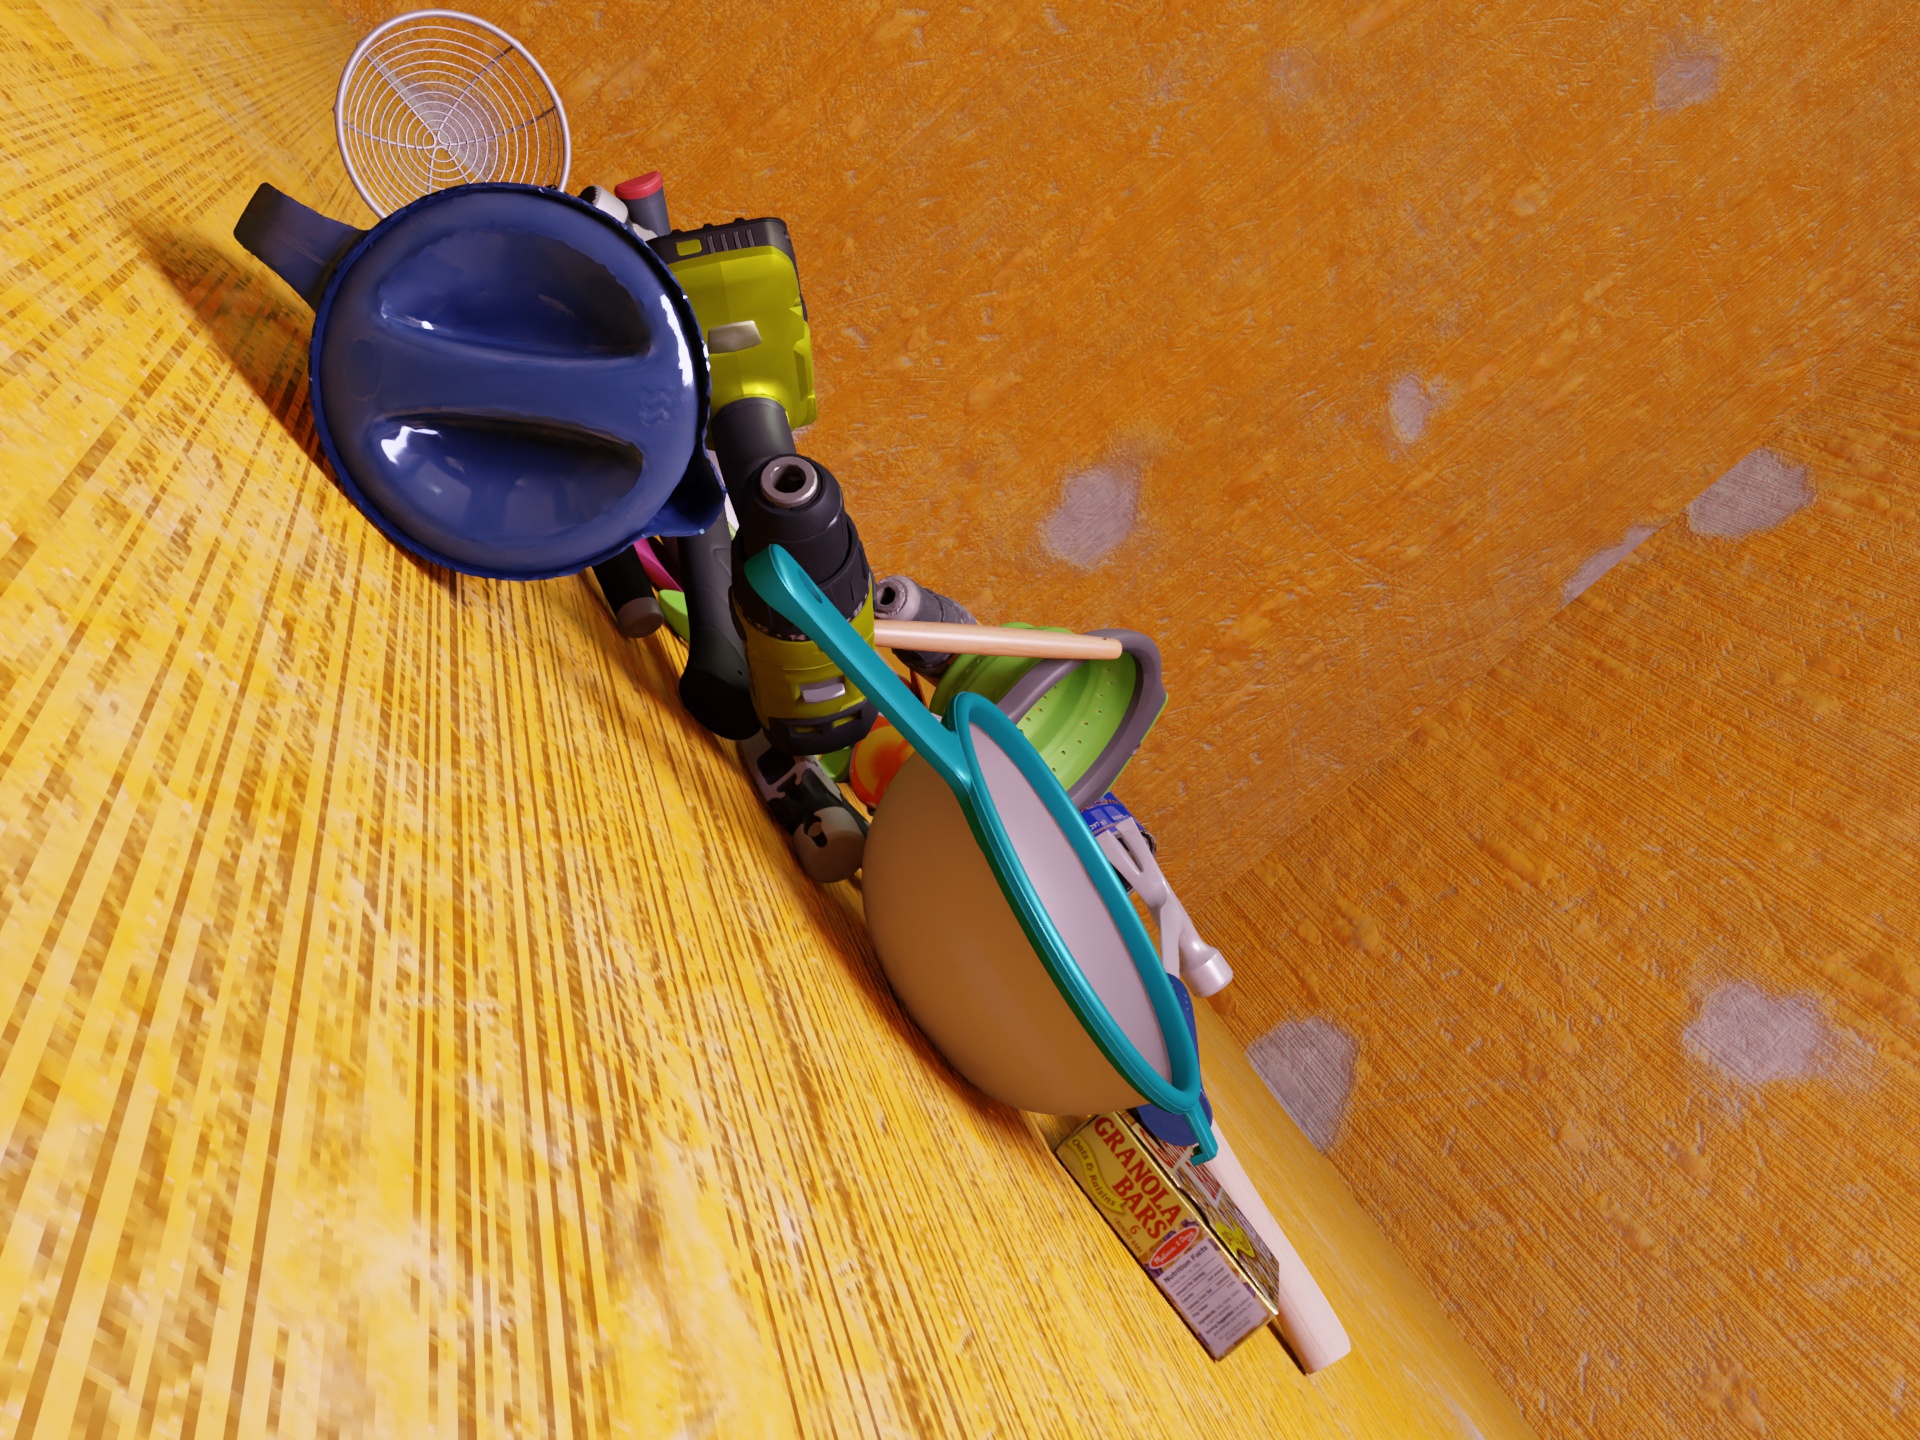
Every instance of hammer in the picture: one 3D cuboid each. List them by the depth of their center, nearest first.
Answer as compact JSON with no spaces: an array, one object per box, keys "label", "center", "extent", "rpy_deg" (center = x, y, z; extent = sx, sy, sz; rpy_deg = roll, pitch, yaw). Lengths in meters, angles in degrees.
[{"label":"hammer","center":[-0.010,0.110,0.894],"extent":[0.334,0.035,0.146],"rpy_deg":[48,4,-41]},{"label":"hammer","center":[-0.152,-0.150,0.911],"extent":[0.149,0.036,0.409],"rpy_deg":[31,32,-41]},{"label":"hammer","center":[0.126,0.160,0.981],"extent":[0.144,0.035,0.405],"rpy_deg":[57,10,-2]},{"label":"hammer","center":[0.120,0.210,1.003],"extent":[0.411,0.038,0.146],"rpy_deg":[60,9,21]},{"label":"hammer","center":[-0.201,-0.249,1.284],"extent":[0.143,0.038,0.385],"rpy_deg":[51,-20,44]}]

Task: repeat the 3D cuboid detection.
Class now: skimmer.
[{"label":"skimmer","center":[-0.222,-0.212,0.825],"extent":[0.364,0.127,0.090],"rpy_deg":[63,-33,22]}]

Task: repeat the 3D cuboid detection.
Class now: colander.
[{"label":"colander","center":[-0.002,-0.003,1.094],"extent":[0.095,0.204,0.397],"rpy_deg":[42,22,27]}]

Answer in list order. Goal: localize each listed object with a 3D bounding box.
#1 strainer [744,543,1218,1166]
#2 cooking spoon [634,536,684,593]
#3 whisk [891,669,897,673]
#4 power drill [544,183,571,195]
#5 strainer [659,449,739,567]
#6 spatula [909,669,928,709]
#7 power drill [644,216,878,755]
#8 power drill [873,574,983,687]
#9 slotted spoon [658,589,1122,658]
[{"label":"strainer","center":[-0.015,0.061,0.685],"extent":[0.340,0.095,0.211],"rpy_deg":[49,15,-38]},{"label":"cooking spoon","center":[-0.218,-0.126,0.925],"extent":[0.069,0.017,0.318],"rpy_deg":[57,6,34]},{"label":"whisk","center":[-0.043,0.036,1.488],"extent":[0.047,0.051,0.245],"rpy_deg":[14,34,-48]},{"label":"power drill","center":[-0.267,-0.291,1.130],"extent":[0.078,0.143,0.220],"rpy_deg":[43,4,-46]},{"label":"strainer","center":[-0.173,-0.125,0.968],"extent":[0.256,0.069,0.152],"rpy_deg":[9,48,-60]},{"label":"spatula","center":[0.020,0.071,1.401],"extent":[0.322,0.041,0.081],"rpy_deg":[51,15,-46]},{"label":"power drill","center":[-0.090,-0.119,0.733],"extent":[0.190,0.080,0.229],"rpy_deg":[92,-18,-62]},{"label":"power drill","center":[-0.084,-0.092,1.210],"extent":[0.226,0.084,0.185],"rpy_deg":[25,-4,25]},{"label":"slotted spoon","center":[-0.035,-0.052,0.987],"extent":[0.313,0.031,0.070],"rpy_deg":[2,20,-26]}]
